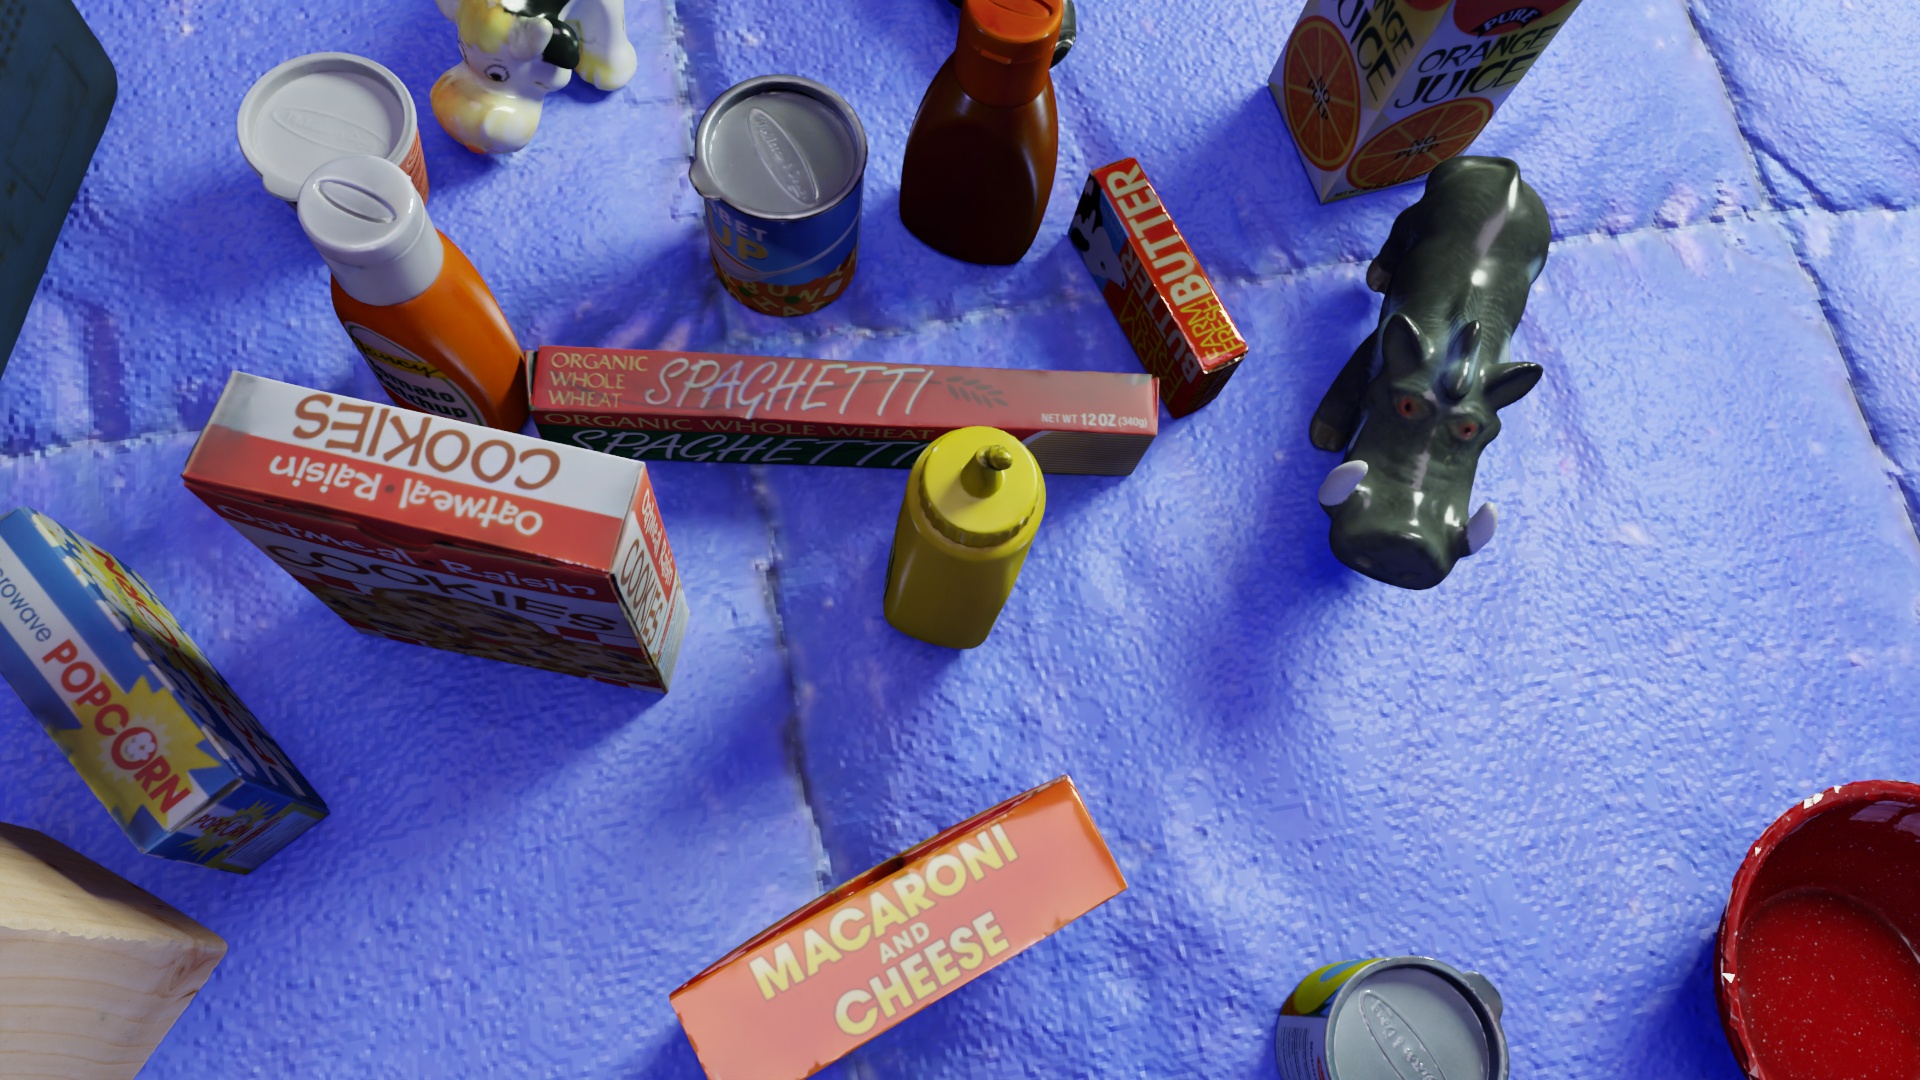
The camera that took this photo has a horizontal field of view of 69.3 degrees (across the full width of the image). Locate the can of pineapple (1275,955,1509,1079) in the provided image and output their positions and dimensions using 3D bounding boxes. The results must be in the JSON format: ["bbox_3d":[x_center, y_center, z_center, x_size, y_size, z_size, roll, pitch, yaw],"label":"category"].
[{"bbox_3d":[0.156,0.185,0.504,0.071,0.057,0.071,2,71,-6],"label":"can of pineapple"}]

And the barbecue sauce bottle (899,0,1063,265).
[{"bbox_3d":[0.011,-0.167,0.560,0.065,0.148,0.044,20,71,0],"label":"barbecue sauce bottle"}]

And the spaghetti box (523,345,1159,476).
[{"bbox_3d":[-0.046,-0.051,0.566,0.250,0.050,0.029,2,71,-6],"label":"spaghetti box"}]

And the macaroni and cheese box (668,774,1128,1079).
[{"bbox_3d":[-0.024,0.130,0.445,0.124,0.166,0.040,-26,77,-14],"label":"macaroni and cheese box"}]

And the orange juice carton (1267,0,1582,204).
[{"bbox_3d":[0.201,-0.228,0.580,0.072,0.192,0.073,-15,74,-11],"label":"orange juice carton"}]

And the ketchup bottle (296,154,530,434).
[{"bbox_3d":[-0.198,-0.085,0.508,0.065,0.148,0.044,24,71,2],"label":"ketchup bottle"}]

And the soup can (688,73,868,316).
[{"bbox_3d":[-0.076,-0.139,0.575,0.071,0.083,0.071,2,71,-6],"label":"soup can"}]

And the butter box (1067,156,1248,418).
[{"bbox_3d":[0.084,-0.108,0.599,0.024,0.053,0.103,-24,76,-13],"label":"butter box"}]

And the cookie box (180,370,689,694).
[{"bbox_3d":[-0.163,0.007,0.470,0.123,0.167,0.040,12,71,-2],"label":"cookie box"}]

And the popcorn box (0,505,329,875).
[{"bbox_3d":[-0.285,0.055,0.483,0.038,0.085,0.127,-41,80,-17],"label":"popcorn box"}]

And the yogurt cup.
[{"bbox_3d":[-0.255,-0.159,0.577,0.072,0.053,0.072,2,71,-6],"label":"yogurt cup"}]

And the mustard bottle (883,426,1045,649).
[{"bbox_3d":[0.002,-0.006,0.498,0.049,0.159,0.065,16,71,-1],"label":"mustard bottle"}]
